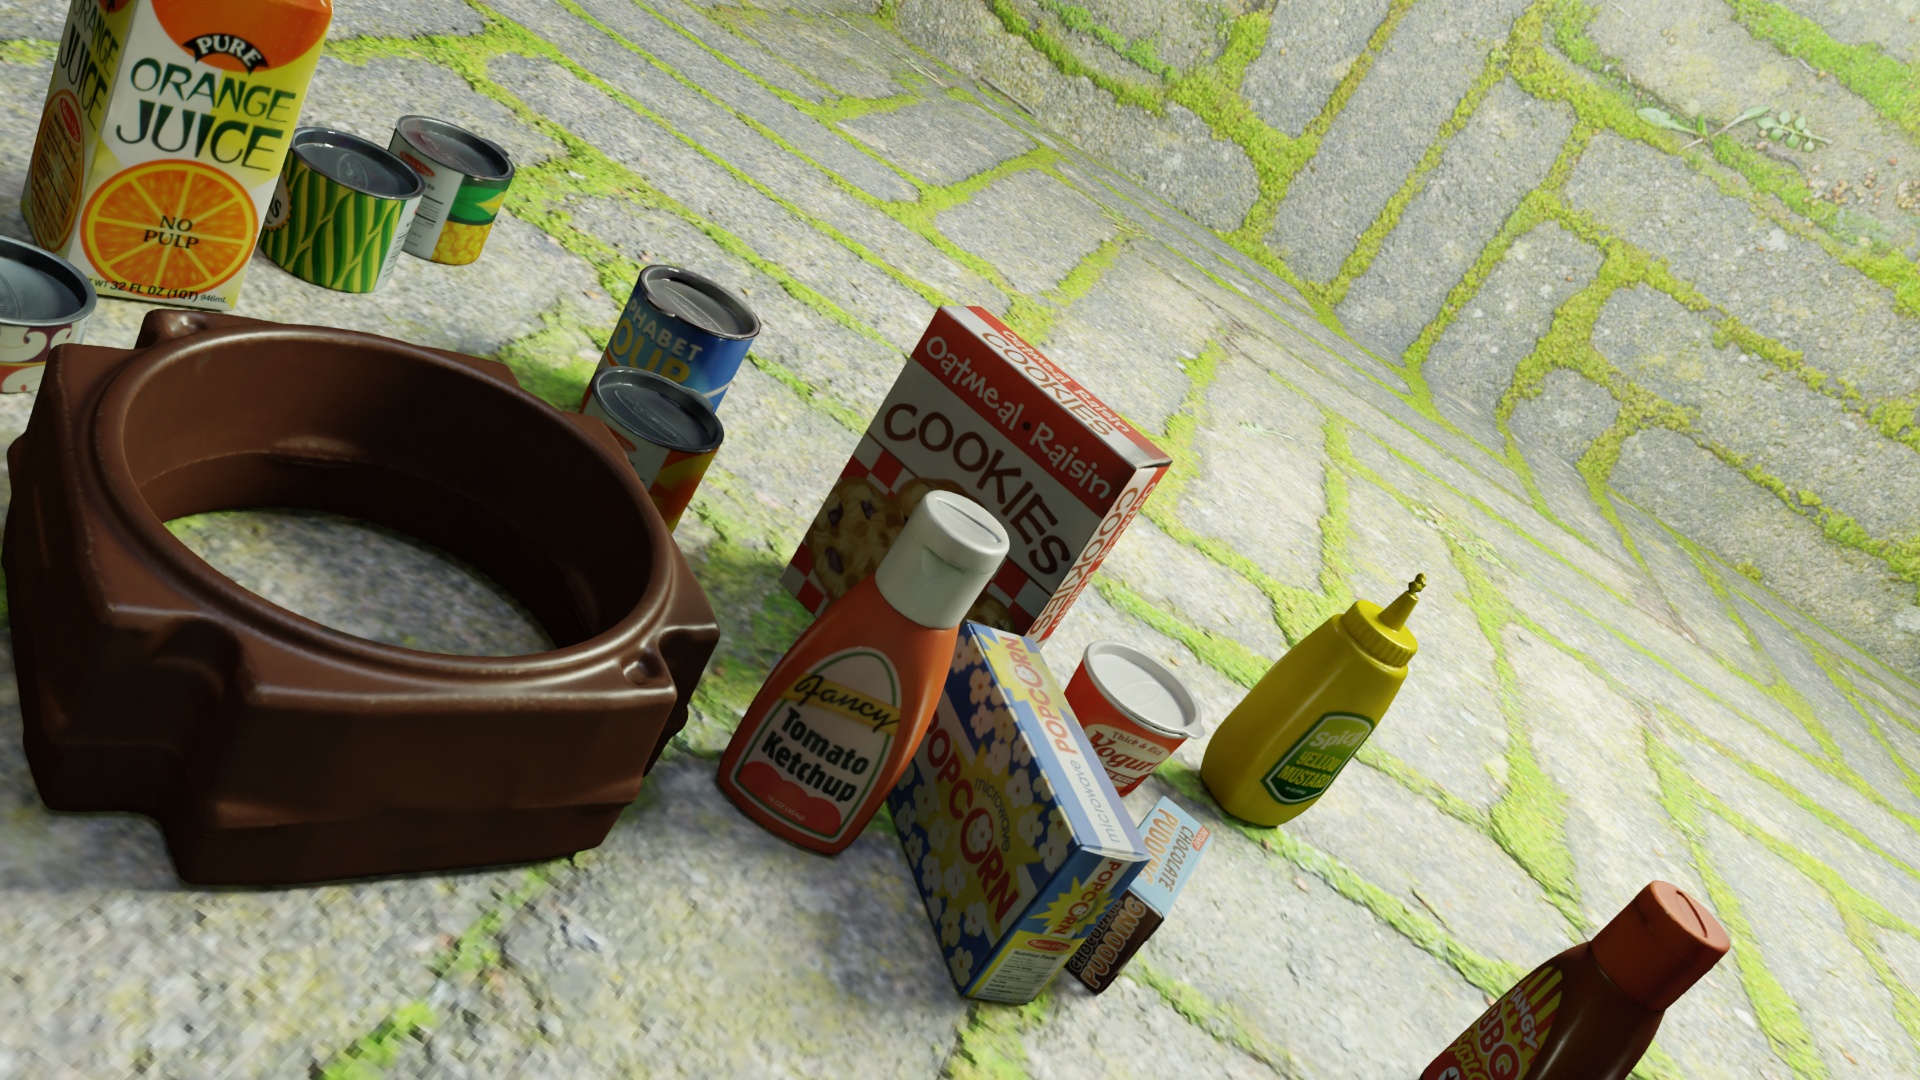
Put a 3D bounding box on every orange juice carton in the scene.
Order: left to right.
[{"bbox_3d":[-0.327,-0.198,0.585,0.072,0.192,0.073,1,39,-50],"label":"orange juice carton"}]

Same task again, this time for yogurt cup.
[{"bbox_3d":[0.078,0.091,0.696,0.072,0.053,0.073,27,25,-13],"label":"yogurt cup"}]

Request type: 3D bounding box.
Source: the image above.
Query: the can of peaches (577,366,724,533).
[{"bbox_3d":[-0.153,-0.041,0.661,0.071,0.057,0.071,27,25,-13],"label":"can of peaches"}]

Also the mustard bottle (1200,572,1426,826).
[{"bbox_3d":[0.191,0.080,0.722,0.065,0.159,0.049,16,29,-33],"label":"mustard bottle"}]

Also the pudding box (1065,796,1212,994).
[{"bbox_3d":[0.074,0.148,0.589,0.030,0.049,0.084,38,25,12],"label":"pudding box"}]

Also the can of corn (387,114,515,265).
[{"bbox_3d":[-0.293,-0.198,0.787,0.071,0.058,0.071,27,25,-13],"label":"can of corn"}]

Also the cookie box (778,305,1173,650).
[{"bbox_3d":[0.002,-0.008,0.653,0.123,0.166,0.040,42,25,20],"label":"cookie box"}]

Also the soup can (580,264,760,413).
[{"bbox_3d":[-0.154,-0.091,0.722,0.071,0.083,0.072,27,25,-13],"label":"soup can"}]

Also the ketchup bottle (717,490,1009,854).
[{"bbox_3d":[-0.034,0.049,0.527,0.065,0.148,0.044,32,24,-1],"label":"ketchup bottle"}]

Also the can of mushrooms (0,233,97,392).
[{"bbox_3d":[-0.368,-0.087,0.521,0.071,0.033,0.071,27,25,-13],"label":"can of mushrooms"}]

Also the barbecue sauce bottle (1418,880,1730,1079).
[{"bbox_3d":[0.253,0.204,0.578,0.043,0.148,0.065,31,24,-5],"label":"barbecue sauce bottle"}]

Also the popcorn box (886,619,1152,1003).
[{"bbox_3d":[0.016,0.106,0.555,0.038,0.085,0.127,16,29,-33],"label":"popcorn box"}]

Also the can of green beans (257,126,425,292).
[{"bbox_3d":[-0.315,-0.167,0.705,0.071,0.057,0.071,27,25,-13],"label":"can of green beans"}]
